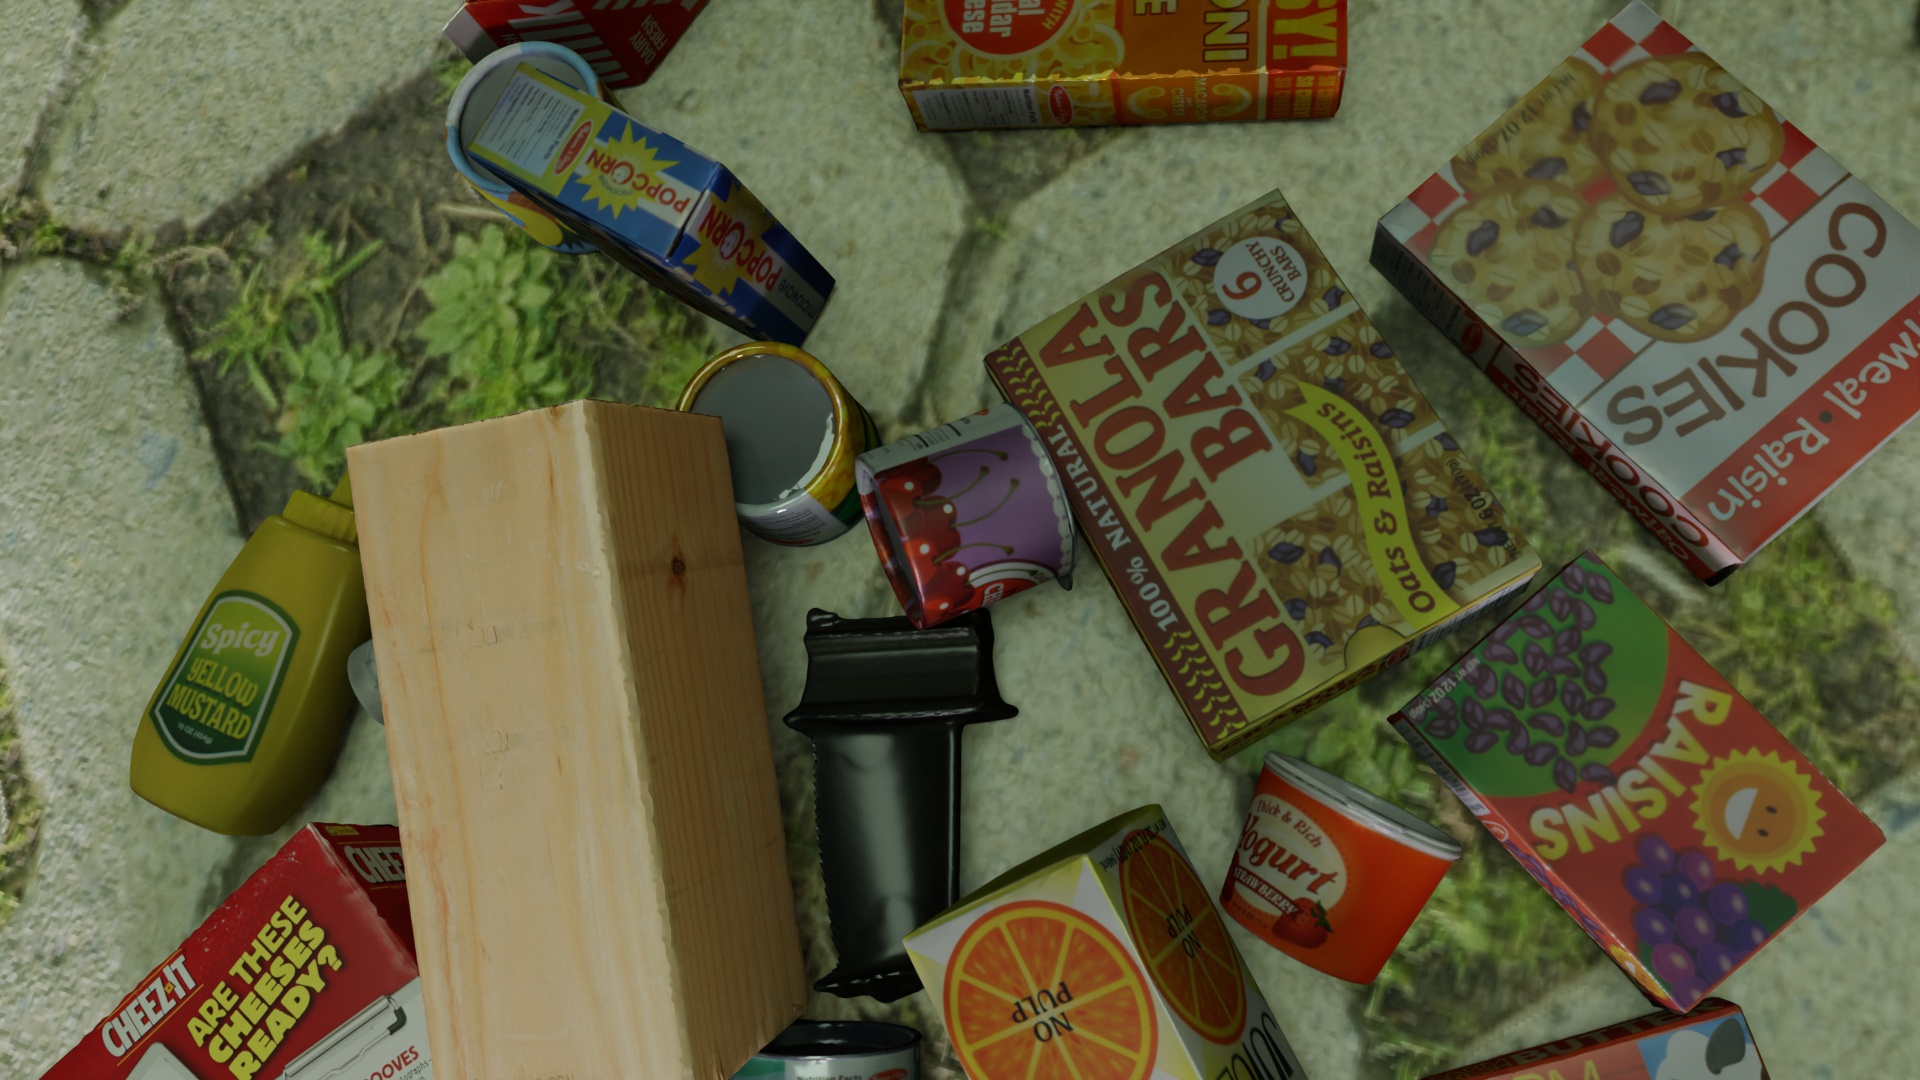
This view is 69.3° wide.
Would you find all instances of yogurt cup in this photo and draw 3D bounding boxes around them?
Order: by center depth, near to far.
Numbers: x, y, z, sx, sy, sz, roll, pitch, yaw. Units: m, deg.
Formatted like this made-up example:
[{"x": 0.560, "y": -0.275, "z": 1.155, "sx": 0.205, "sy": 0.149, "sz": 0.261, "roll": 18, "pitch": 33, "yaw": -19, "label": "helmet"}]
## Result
[{"x": 0.121, "y": 0.107, "z": 0.454, "sx": 0.072, "sy": 0.072, "sz": 0.054, "roll": 26, "pitch": 92, "yaw": 14, "label": "yogurt cup"}]

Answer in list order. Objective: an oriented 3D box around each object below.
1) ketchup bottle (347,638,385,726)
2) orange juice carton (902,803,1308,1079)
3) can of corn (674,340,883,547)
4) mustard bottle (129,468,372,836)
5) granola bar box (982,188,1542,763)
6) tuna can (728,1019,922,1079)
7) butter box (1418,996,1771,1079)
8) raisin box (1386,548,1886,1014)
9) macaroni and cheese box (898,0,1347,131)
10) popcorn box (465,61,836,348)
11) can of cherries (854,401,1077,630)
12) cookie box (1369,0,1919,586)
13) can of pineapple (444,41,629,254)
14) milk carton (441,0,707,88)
[{"x": -0.160, "y": 0.022, "z": 0.530, "sx": 0.149, "sy": 0.043, "sz": 0.065, "roll": -29, "pitch": 75, "yaw": 3, "label": "ketchup bottle"}, {"x": 0.067, "y": 0.188, "z": 0.430, "sx": 0.073, "sy": 0.072, "sz": 0.193, "roll": -32, "pitch": 78, "yaw": 23, "label": "orange juice carton"}, {"x": -0.067, "y": -0.037, "z": 0.518, "sx": 0.071, "sy": 0.058, "sz": 0.071, "roll": -2, "pitch": 79, "yaw": 9, "label": "can of corn"}, {"x": -0.262, "y": 0.032, "z": 0.542, "sx": 0.065, "sy": 0.048, "sz": 0.160, "roll": 20, "pitch": 83, "yaw": 11, "label": "mustard bottle"}, {"x": 0.101, "y": -0.025, "z": 0.490, "sx": 0.124, "sy": 0.039, "sz": 0.166, "roll": -30, "pitch": 70, "yaw": 3, "label": "granola bar box"}, {"x": -0.047, "y": 0.183, "z": 0.468, "sx": 0.071, "sy": 0.071, "sz": 0.033, "roll": -2, "pitch": 80, "yaw": 10, "label": "tuna can"}, {"x": 0.205, "y": 0.186, "z": 0.443, "sx": 0.103, "sy": 0.024, "sz": 0.053, "roll": -18, "pitch": 77, "yaw": 6, "label": "butter box"}, {"x": 0.216, "y": 0.077, "z": 0.456, "sx": 0.086, "sy": 0.040, "sz": 0.123, "roll": -41, "pitch": 74, "yaw": -1, "label": "raisin box"}, {"x": 0.064, "y": -0.227, "z": 0.544, "sx": 0.166, "sy": 0.040, "sz": 0.124, "roll": 2, "pitch": 79, "yaw": 11, "label": "macaroni and cheese box"}, {"x": -0.106, "y": -0.115, "z": 0.505, "sx": 0.085, "sy": 0.126, "sz": 0.038, "roll": 30, "pitch": 90, "yaw": 14, "label": "popcorn box"}, {"x": 0.002, "y": -0.006, "z": 0.489, "sx": 0.058, "sy": 0.071, "sz": 0.071, "roll": -21, "pitch": 76, "yaw": -13, "label": "can of cherries"}, {"x": 0.248, "y": -0.087, "z": 0.484, "sx": 0.123, "sy": 0.040, "sz": 0.168, "roll": -41, "pitch": 74, "yaw": 0, "label": "cookie box"}, {"x": -0.162, "y": -0.156, "z": 0.559, "sx": 0.071, "sy": 0.058, "sz": 0.071, "roll": -2, "pitch": 79, "yaw": 9, "label": "can of pineapple"}, {"x": -0.136, "y": -0.264, "z": 0.570, "sx": 0.073, "sy": 0.072, "sz": 0.190, "roll": 35, "pitch": 85, "yaw": 14, "label": "milk carton"}]
